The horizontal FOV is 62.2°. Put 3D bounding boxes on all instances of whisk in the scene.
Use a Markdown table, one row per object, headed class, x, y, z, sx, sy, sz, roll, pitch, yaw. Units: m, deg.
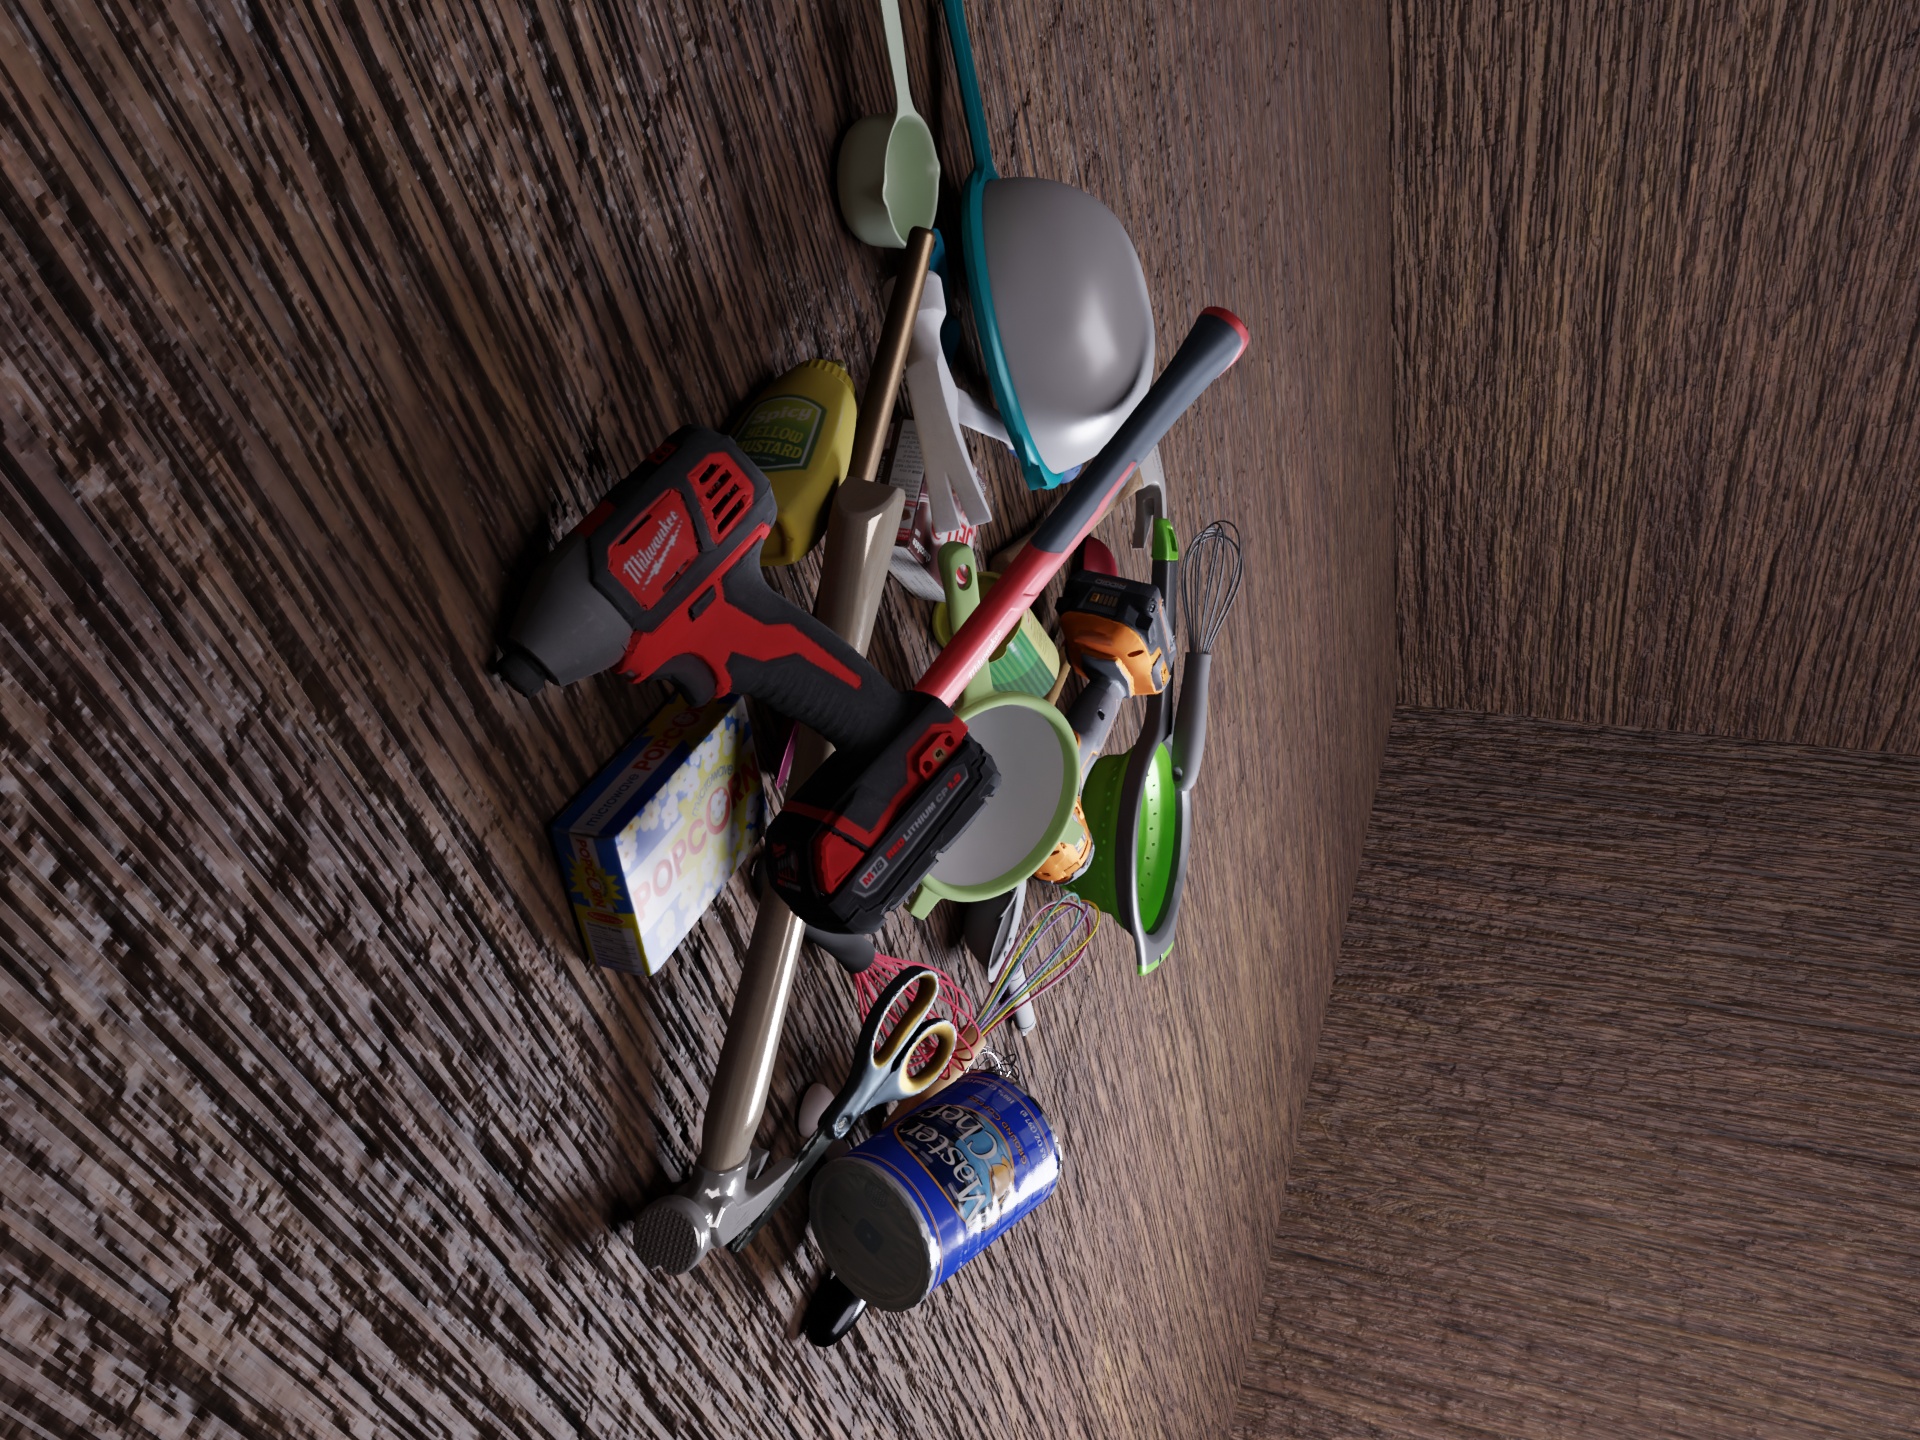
| class | x | y | z | sx | sy | sz | roll | pitch | yaw |
| --- | --- | --- | --- | --- | --- | --- | --- | --- | --- |
| whisk | 0.210 | -0.056 | 1.386 | 0.055 | 0.055 | 0.239 | 1 | 96 | -68 |
| whisk | -0.057 | 0.159 | 1.013 | 0.295 | 0.073 | 0.073 | 56 | 45 | -50 |
| whisk | -0.031 | 0.331 | 1.133 | 0.285 | 0.070 | 0.070 | -47 | 139 | -48 |
| whisk | 0.026 | 0.215 | 1.170 | 0.245 | 0.047 | 0.051 | -46 | 154 | -29 |

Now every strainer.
| class | x | y | z | sx | sy | sz | roll | pitch | yaw |
| --- | --- | --- | --- | --- | --- | --- | --- | --- | --- |
| strainer | -0.002 | -0.003 | 1.070 | 0.151 | 0.069 | 0.256 | -23 | 119 | -28 |
| strainer | 0.037 | 0.196 | 1.276 | 0.258 | 0.050 | 0.087 | 76 | 32 | -53 |
| strainer | 0.061 | -0.325 | 1.027 | 0.211 | 0.095 | 0.340 | -52 | 131 | -70 |

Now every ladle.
| class | x | y | z | sx | sy | sz | roll | pitch | yaw |
| --- | --- | --- | --- | --- | --- | --- | --- | --- | --- |
| ladle | 0.080 | -0.040 | 1.335 | 0.316 | 0.031 | 0.069 | -64 | 145 | -36 |

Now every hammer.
| class | x | y | z | sx | sy | sz | roll | pitch | yaw |
| --- | --- | --- | --- | --- | --- | --- | --- | --- | --- |
| hammer | -0.086 | 0.077 | 0.844 | 0.146 | 0.038 | 0.410 | -10 | 114 | -74 |
| hammer | 0.032 | -0.192 | 1.080 | 0.405 | 0.035 | 0.144 | -14 | 93 | -75 |
| hammer | 0.053 | -0.112 | 0.968 | 0.386 | 0.038 | 0.143 | -52 | 160 | -11 |
| hammer | 0.105 | -0.172 | 1.327 | 0.331 | 0.031 | 0.130 | -44 | 120 | -54 |

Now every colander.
| class | x | y | z | sx | sy | sz | roll | pitch | yaw |
| --- | --- | --- | --- | --- | --- | --- | --- | --- | --- |
| colander | 0.140 | 0.020 | 1.410 | 0.204 | 0.094 | 0.397 | -15 | 108 | -67 |

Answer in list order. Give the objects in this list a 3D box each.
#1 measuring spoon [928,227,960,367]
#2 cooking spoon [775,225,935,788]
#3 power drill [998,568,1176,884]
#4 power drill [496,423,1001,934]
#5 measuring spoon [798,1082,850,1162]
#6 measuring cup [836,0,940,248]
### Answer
| class | x | y | z | sx | sy | sz | roll | pitch | yaw |
| --- | --- | --- | --- | --- | --- | --- | --- | --- | --- |
| measuring spoon | -0.020 | -0.263 | 0.996 | 0.128 | 0.021 | 0.042 | 82 | 31 | -64 |
| cooking spoon | -0.062 | -0.113 | 0.882 | 0.069 | 0.017 | 0.319 | -72 | 178 | -78 |
| power drill | 0.090 | -0.001 | 1.241 | 0.226 | 0.084 | 0.164 | -66 | 155 | -19 |
| power drill | -0.097 | -0.010 | 0.724 | 0.143 | 0.078 | 0.219 | -48 | 112 | -18 |
| measuring spoon | -0.079 | 0.276 | 1.037 | 0.124 | 0.018 | 0.034 | 72 | 32 | -47 |
| measuring cup | -0.049 | -0.355 | 0.908 | 0.083 | 0.038 | 0.167 | -51 | 140 | -53 |
